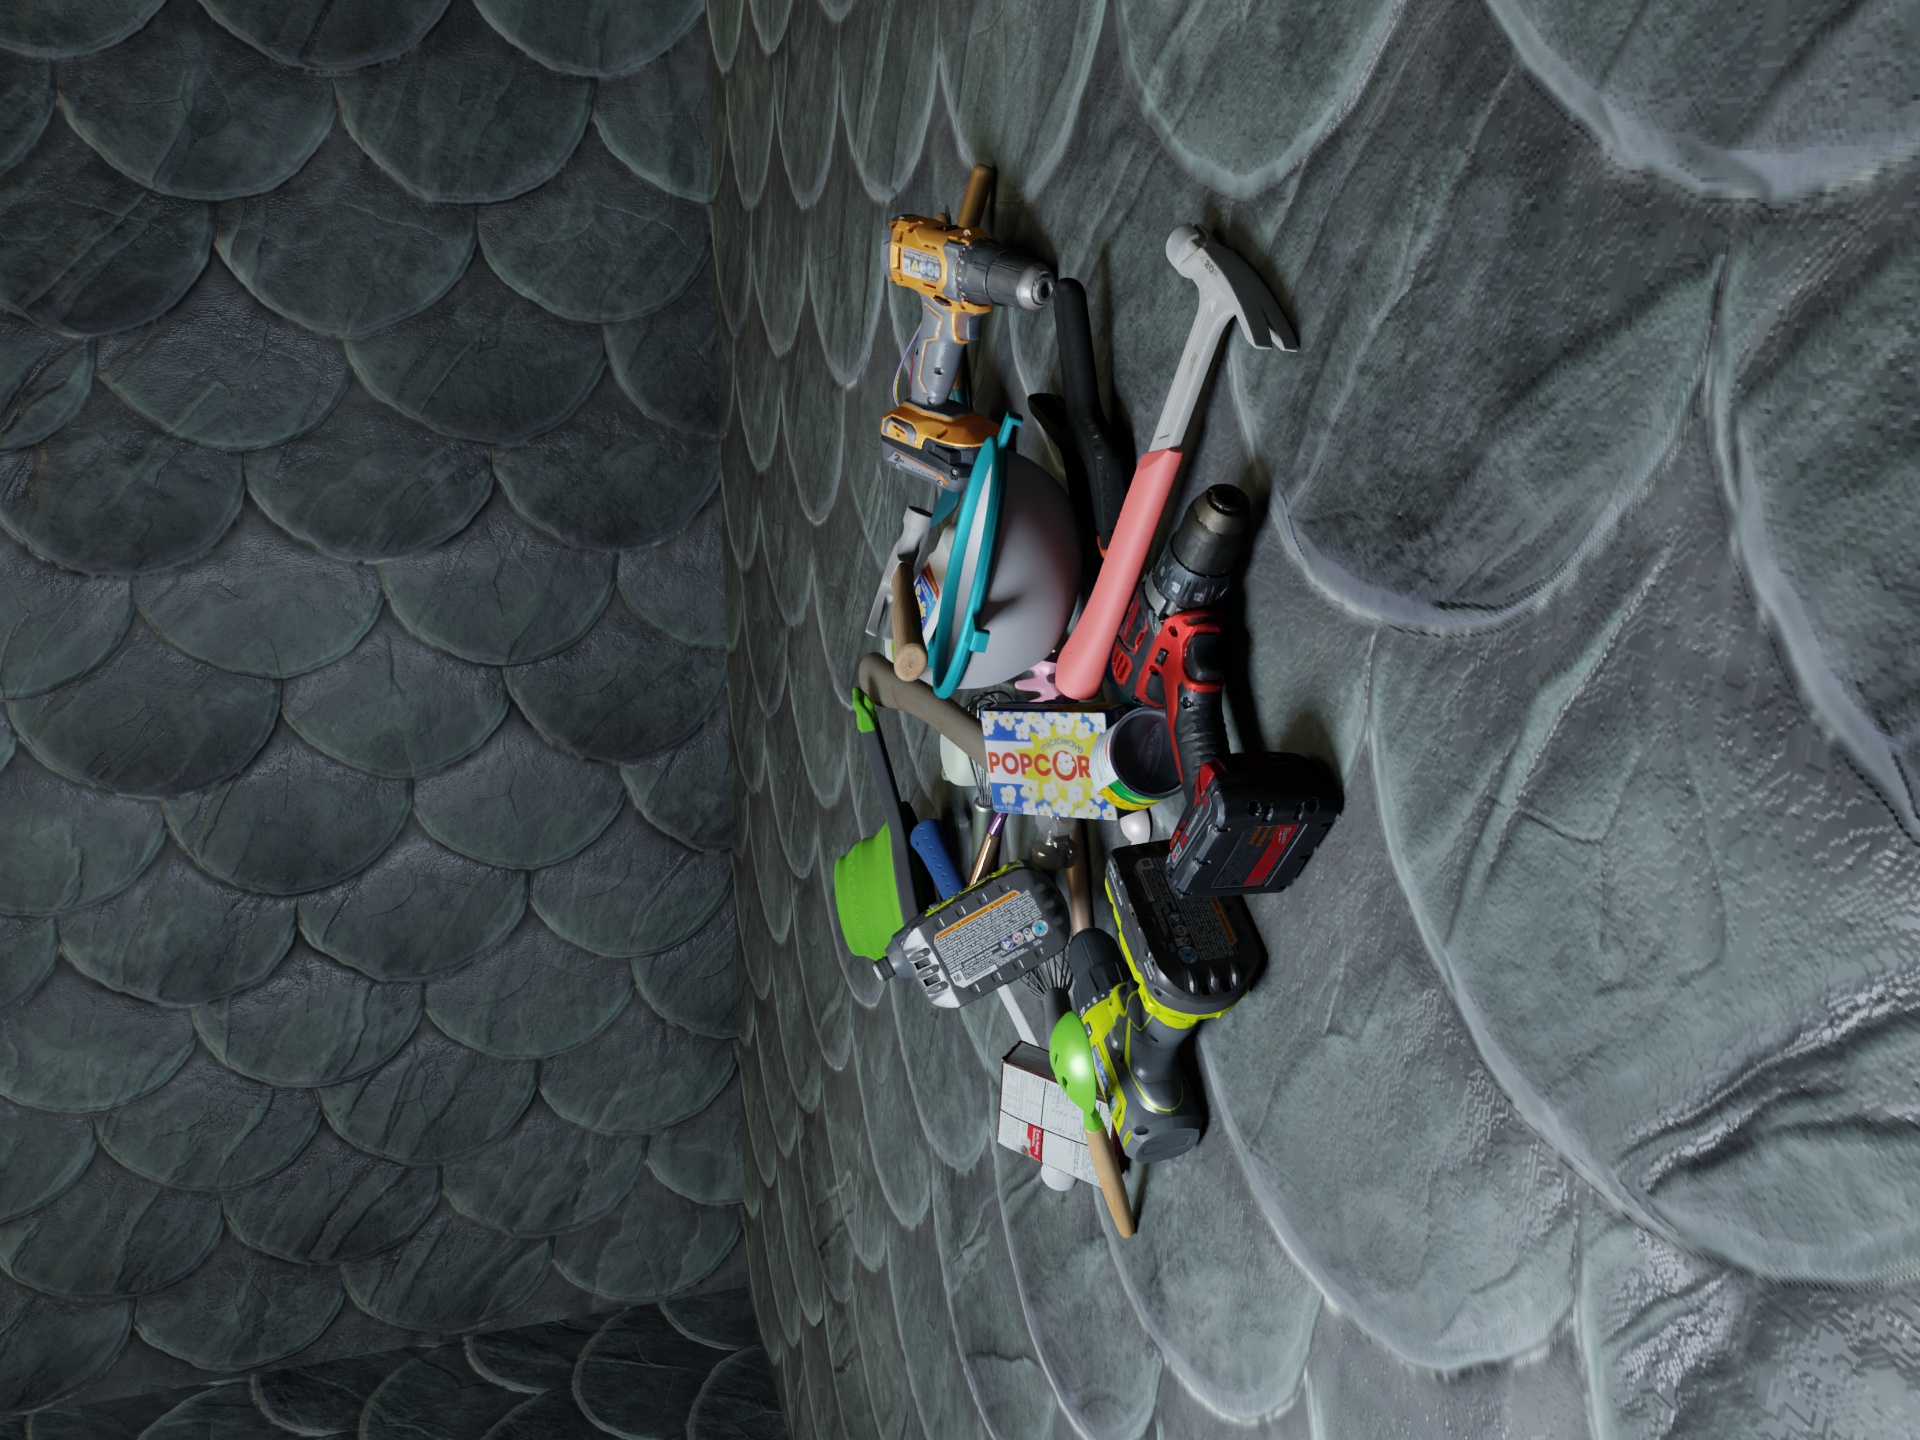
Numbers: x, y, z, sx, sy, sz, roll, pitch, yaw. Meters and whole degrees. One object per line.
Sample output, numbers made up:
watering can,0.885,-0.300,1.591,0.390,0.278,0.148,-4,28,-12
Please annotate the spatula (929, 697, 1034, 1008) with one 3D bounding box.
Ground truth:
spatula,0.023,0.129,1.498,0.060,0.018,0.316,-134,59,-66

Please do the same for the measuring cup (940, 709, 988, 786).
measuring cup,-0.009,0.041,1.679,0.167,0.038,0.083,140,124,-68

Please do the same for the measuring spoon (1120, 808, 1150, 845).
measuring spoon,0.131,0.117,1.265,0.034,0.018,0.124,-117,27,-52

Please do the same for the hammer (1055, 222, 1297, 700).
hammer,0.133,-0.150,1.108,0.149,0.036,0.358,-111,28,-44

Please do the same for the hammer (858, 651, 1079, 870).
hammer,-0.002,-0.005,1.459,0.411,0.038,0.146,34,128,58

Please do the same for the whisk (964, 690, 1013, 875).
whisk,0.026,0.074,1.565,0.058,0.059,0.246,42,142,42

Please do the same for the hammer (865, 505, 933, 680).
hammer,-0.053,-0.105,1.510,0.331,0.031,0.130,-100,30,-69

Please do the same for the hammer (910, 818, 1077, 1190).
hammer,0.036,0.238,1.512,0.406,0.035,0.144,-119,34,-45

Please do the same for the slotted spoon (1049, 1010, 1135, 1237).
slotted spoon,0.106,0.323,1.218,0.313,0.031,0.070,72,177,-45

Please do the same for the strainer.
strainer,0.034,-0.096,1.322,0.340,0.095,0.211,120,160,-72

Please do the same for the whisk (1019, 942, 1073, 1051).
whisk,0.077,0.235,1.333,0.239,0.055,0.055,-100,9,-75

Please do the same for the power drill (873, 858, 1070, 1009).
power drill,0.007,0.184,1.371,0.080,0.171,0.223,61,173,1

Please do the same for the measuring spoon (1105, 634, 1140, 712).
measuring spoon,0.140,-0.006,1.214,0.042,0.021,0.129,-39,66,61

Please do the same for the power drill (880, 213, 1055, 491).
power drill,0.006,-0.324,1.419,0.185,0.084,0.226,28,128,38

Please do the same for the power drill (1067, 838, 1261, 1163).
power drill,0.136,0.190,1.169,0.228,0.080,0.191,100,158,-48

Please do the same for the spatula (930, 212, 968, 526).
spatula,-0.013,-0.353,1.581,0.082,0.044,0.317,155,111,-70

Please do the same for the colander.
colander,-0.098,0.133,1.694,0.205,0.094,0.396,-96,-6,-53

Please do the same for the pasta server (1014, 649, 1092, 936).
pasta server,0.088,0.087,1.367,0.060,0.040,0.316,171,93,-66

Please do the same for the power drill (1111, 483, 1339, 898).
power drill,0.165,-0.020,1.020,0.187,0.080,0.227,108,156,-51

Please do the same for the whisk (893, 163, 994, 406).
whisk,-0.009,-0.402,1.508,0.047,0.051,0.245,28,115,21
